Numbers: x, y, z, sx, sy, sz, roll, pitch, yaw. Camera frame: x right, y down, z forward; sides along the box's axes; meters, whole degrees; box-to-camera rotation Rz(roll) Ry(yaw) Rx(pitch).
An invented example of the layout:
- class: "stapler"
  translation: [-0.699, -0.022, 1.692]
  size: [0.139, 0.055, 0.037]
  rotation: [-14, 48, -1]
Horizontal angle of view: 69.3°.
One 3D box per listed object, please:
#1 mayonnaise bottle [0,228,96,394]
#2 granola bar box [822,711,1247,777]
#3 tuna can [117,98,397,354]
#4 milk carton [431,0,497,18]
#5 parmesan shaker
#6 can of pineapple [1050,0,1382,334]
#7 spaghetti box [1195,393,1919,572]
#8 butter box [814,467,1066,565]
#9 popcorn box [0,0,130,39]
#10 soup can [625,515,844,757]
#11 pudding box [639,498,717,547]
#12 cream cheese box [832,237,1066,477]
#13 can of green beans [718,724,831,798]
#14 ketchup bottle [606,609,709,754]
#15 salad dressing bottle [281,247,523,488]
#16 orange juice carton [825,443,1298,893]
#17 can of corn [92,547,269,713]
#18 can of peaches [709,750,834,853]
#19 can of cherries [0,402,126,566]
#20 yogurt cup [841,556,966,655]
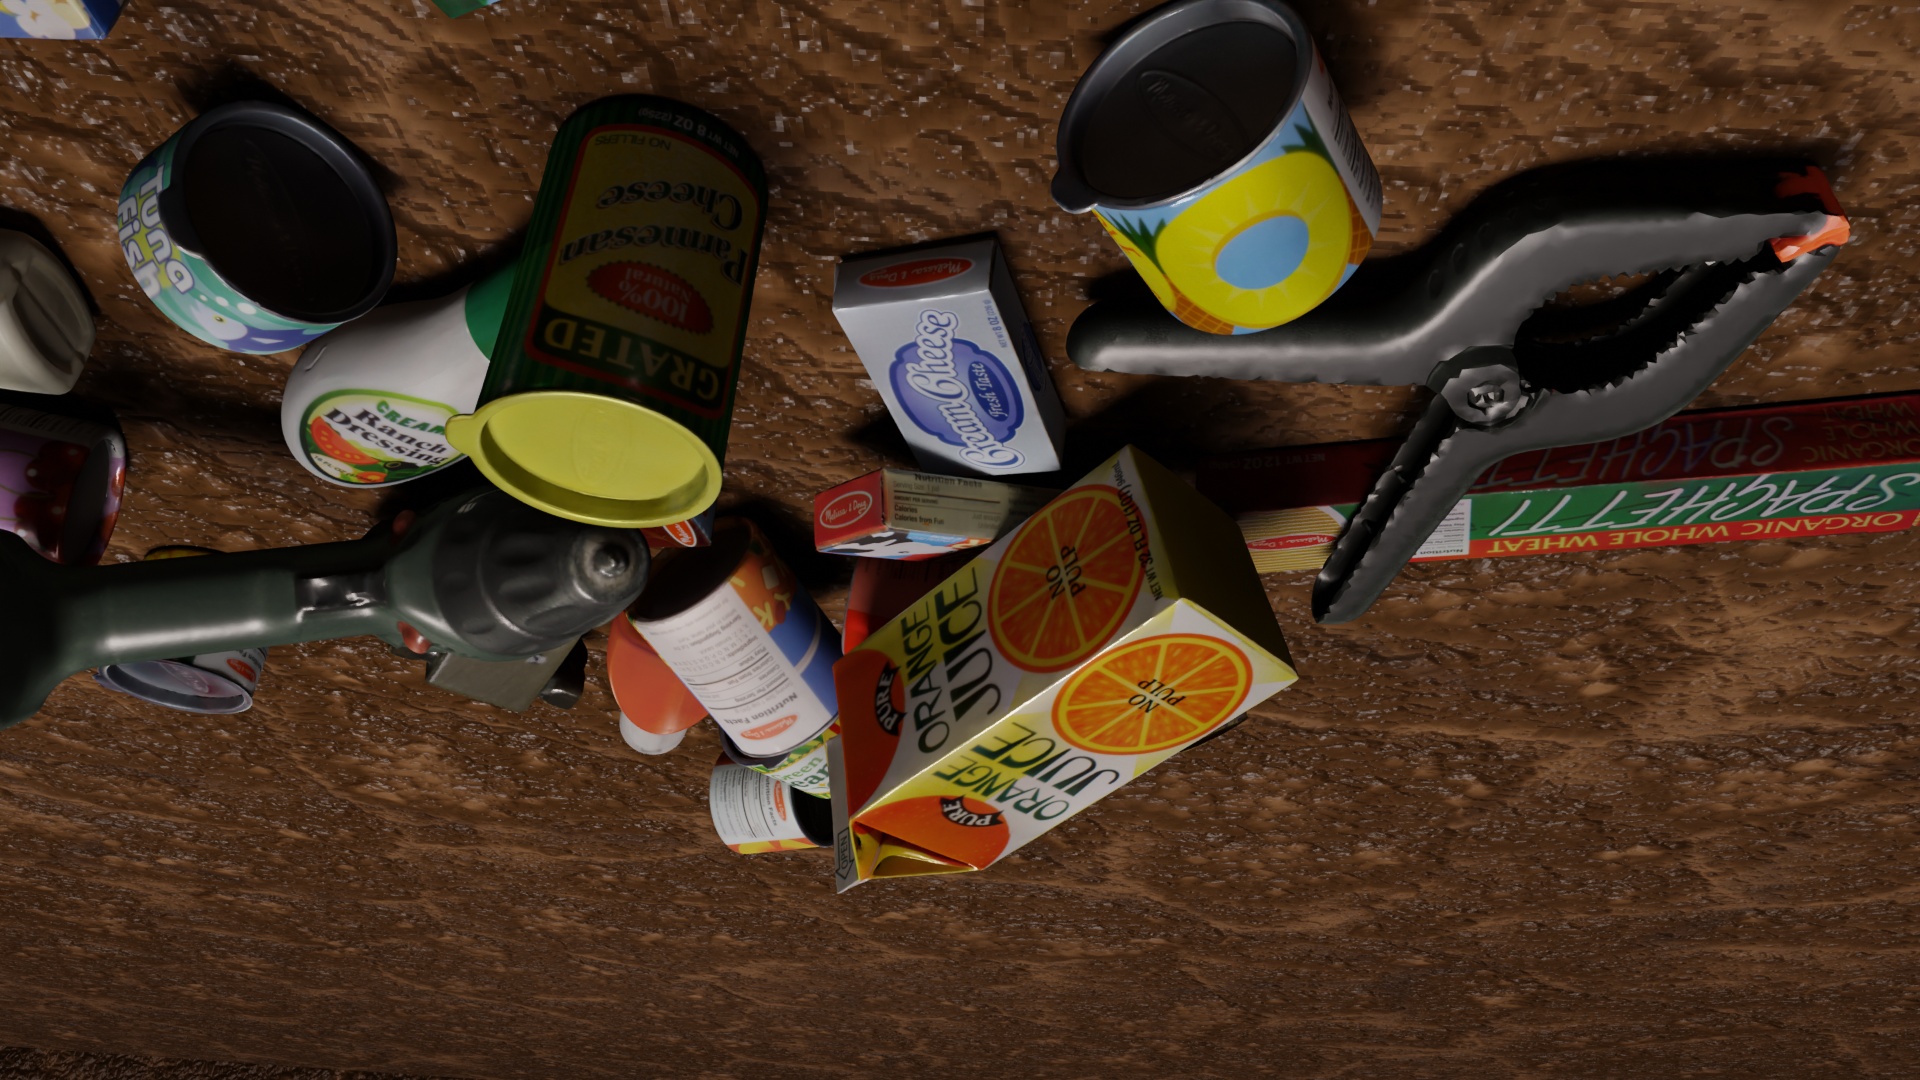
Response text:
- class: "mayonnaise bottle"
  translation: [-0.375, -0.083, 0.457]
  size: [0.148, 0.041, 0.064]
  rotation: [6, 152, -4]
- class: "granola bar box"
  translation: [0.037, 0.082, 0.647]
  size: [0.165, 0.039, 0.124]
  rotation: [-10, 175, 25]
- class: "tuna can"
  translation: [-0.201, -0.088, 0.396]
  size: [0.032, 0.071, 0.071]
  rotation: [-16, 145, 32]
- class: "milk carton"
  translation: [-0.035, -0.156, 0.220]
  size: [0.190, 0.072, 0.073]
  rotation: [-4, 151, 32]
- class: "parmesan shaker"
  translation: [-0.095, -0.065, 0.388]
  size: [0.071, 0.103, 0.071]
  rotation: [3, 151, 2]
- class: "can of pineapple"
  translation: [0.065, -0.094, 0.353]
  size: [0.071, 0.071, 0.057]
  rotation: [-14, 146, 29]
- class: "spaghetti box"
  translation: [0.214, -0.017, 0.508]
  size: [0.250, 0.029, 0.050]
  rotation: [-4, 150, 15]
- class: "butter box"
  translation: [0.002, -0.007, 0.525]
  size: [0.104, 0.024, 0.053]
  rotation: [5, 169, -34]
- class: "popcorn box"
  translation: [-0.248, -0.167, 0.293]
  size: [0.085, 0.038, 0.126]
  rotation: [4, 151, 3]
- class: "soup can"
  translation: [-0.092, 0.039, 0.594]
  size: [0.071, 0.072, 0.083]
  rotation: [-14, 126, 29]
- class: "pudding box"
  translation: [-0.130, -0.028, 0.534]
  size: [0.049, 0.030, 0.083]
  rotation: [-3, 150, 10]
- class: "cream cheese box"
  translation: [-0.001, -0.058, 0.469]
  size: [0.053, 0.024, 0.103]
  rotation: [-4, 150, 17]
- class: "can of green beans"
  translation: [-0.078, 0.091, 0.702]
  size: [0.071, 0.071, 0.057]
  rotation: [-18, 144, 33]
- class: "ketchup bottle"
  translation: [-0.146, 0.068, 0.693]
  size: [0.065, 0.044, 0.148]
  rotation: [9, 151, -15]
- class: "salad dressing bottle"
  translation: [-0.172, -0.060, 0.468]
  size: [0.147, 0.044, 0.064]
  rotation: [-20, 146, 36]
- class: "orange juice carton"
  translation: [0.018, 0.057, 0.509]
  size: [0.192, 0.072, 0.073]
  rotation: [-37, 133, 26]
- class: "can of corn"
  translation: [-0.368, 0.044, 0.664]
  size: [0.071, 0.058, 0.071]
  rotation: [3, 151, 2]
- class: "can of peaches"
  translation: [-0.102, 0.147, 0.806]
  size: [0.058, 0.071, 0.071]
  rotation: [-12, 147, 26]
- class: "can of cherries"
  translation: [-0.371, -0.017, 0.544]
  size: [0.058, 0.072, 0.071]
  rotation: [13, 150, -16]
- class: "yogurt cup"
  translation: [-0.018, 0.028, 0.586]
  size: [0.054, 0.073, 0.072]
  rotation: [11, 151, 4]
